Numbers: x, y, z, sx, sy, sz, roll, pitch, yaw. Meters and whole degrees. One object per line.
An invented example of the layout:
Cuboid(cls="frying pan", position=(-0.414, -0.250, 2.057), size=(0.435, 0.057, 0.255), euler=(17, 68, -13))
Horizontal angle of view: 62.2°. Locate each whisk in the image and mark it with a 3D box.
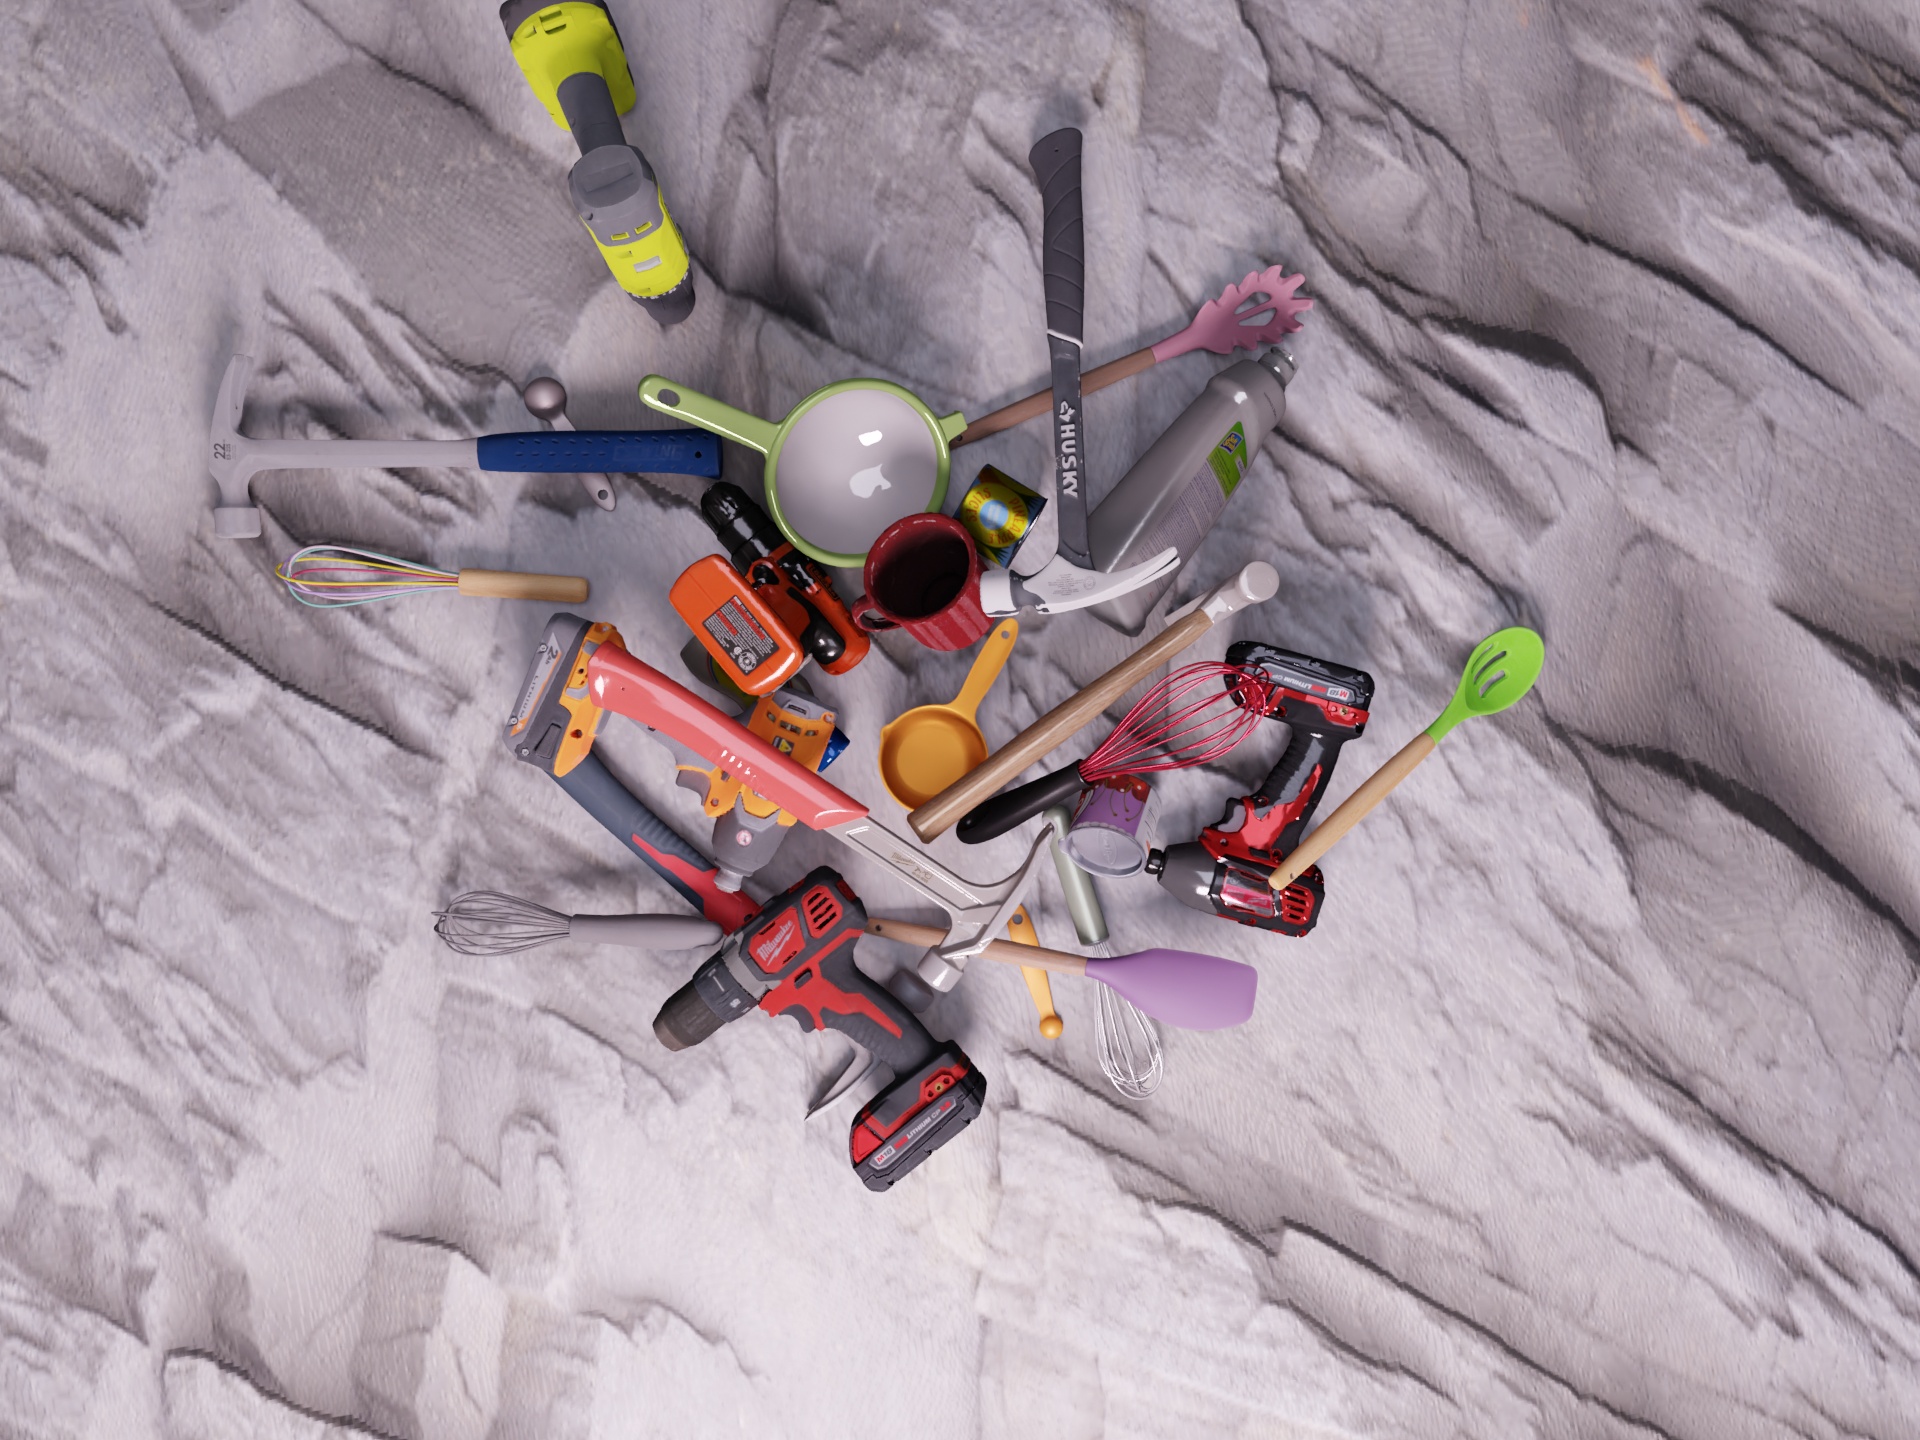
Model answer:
Cuboid(cls="whisk", position=(-0.303, 0.162, 1.251), size=(0.239, 0.055, 0.055), euler=(1, 89, 8))
Cuboid(cls="whisk", position=(0.111, 0.032, 1.220), size=(0.296, 0.073, 0.073), euler=(-29, 90, 30))
Cuboid(cls="whisk", position=(0.112, 0.185, 1.281), size=(0.059, 0.058, 0.246), euler=(-15, 86, -35))
Cuboid(cls="whisk", position=(-0.423, -0.111, 1.276), size=(0.245, 0.047, 0.051), euler=(4, 88, -4))

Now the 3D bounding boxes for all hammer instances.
Cuboid(cls="hammer", position=(0.097, -0.013, 1.229), size=(0.331, 0.130, 0.031), euler=(-36, 90, -5))
Cuboid(cls="hammer", position=(-0.211, 0.149, 1.277), size=(0.386, 0.038, 0.143), euler=(41, 90, 0))
Cuboid(cls="hammer", position=(-0.112, 0.045, 1.168), size=(0.359, 0.037, 0.149), euler=(34, 98, -5))
Cuboid(cls="hammer", position=(-0.394, -0.219, 1.267), size=(0.405, 0.035, 0.144), euler=(0, 99, 0))
Cuboid(cls="hammer", position=(0.087, -0.280, 1.236), size=(0.149, 0.036, 0.409), euler=(-4, 73, 13))

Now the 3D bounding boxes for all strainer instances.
Cuboid(cls="strainer", position=(-0.133, -0.217, 1.238), size=(0.256, 0.069, 0.151), euler=(19, 105, -26))

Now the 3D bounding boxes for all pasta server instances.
Cuboid(cls="pasta server", position=(0.132, -0.286, 1.288), size=(0.316, 0.040, 0.060), euler=(-23, 101, 0))

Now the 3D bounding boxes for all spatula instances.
Cuboid(cls="spatula", position=(0.074, 0.192, 1.257), size=(0.316, 0.018, 0.060), euler=(10, 87, 12))

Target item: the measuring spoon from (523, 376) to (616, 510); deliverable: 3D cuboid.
Cuboid(cls="measuring spoon", position=(-0.315, -0.224, 1.290), size=(0.034, 0.018, 0.124), euler=(-31, 91, -1))

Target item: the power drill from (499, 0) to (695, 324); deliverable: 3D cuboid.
Cuboid(cls="power drill", position=(-0.268, -0.431, 1.227), size=(0.080, 0.190, 0.229), euler=(-21, 75, -1))

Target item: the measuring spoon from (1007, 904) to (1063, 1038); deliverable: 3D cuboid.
Cuboid(cls="measuring spoon", position=(0.060, 0.203, 1.293), size=(0.021, 0.011, 0.117), euler=(-17, 89, -1))

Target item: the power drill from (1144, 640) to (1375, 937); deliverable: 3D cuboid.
Cuboid(cls="power drill", position=(0.238, 0.053, 1.268), size=(0.143, 0.078, 0.219), euler=(15, 92, -1))

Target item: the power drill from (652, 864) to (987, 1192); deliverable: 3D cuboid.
Cuboid(cls="power drill", position=(-0.108, 0.249, 1.223), size=(0.188, 0.080, 0.227), euler=(-39, 88, 2))

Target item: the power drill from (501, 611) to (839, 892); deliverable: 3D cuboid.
Cuboid(cls="power drill", position=(-0.226, 0.025, 1.219), size=(0.226, 0.084, 0.164), euler=(21, 88, -2))

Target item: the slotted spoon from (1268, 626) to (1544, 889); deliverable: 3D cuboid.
Cuboid(cls="slotted spoon", position=(0.349, 0.029, 1.248), size=(0.314, 0.031, 0.070), euler=(-39, 120, -19))

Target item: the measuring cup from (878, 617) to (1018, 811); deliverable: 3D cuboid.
Cuboid(cls="measuring cup", position=(-0.002, -0.004, 1.277), size=(0.095, 0.052, 0.173), euler=(30, 84, -2))
